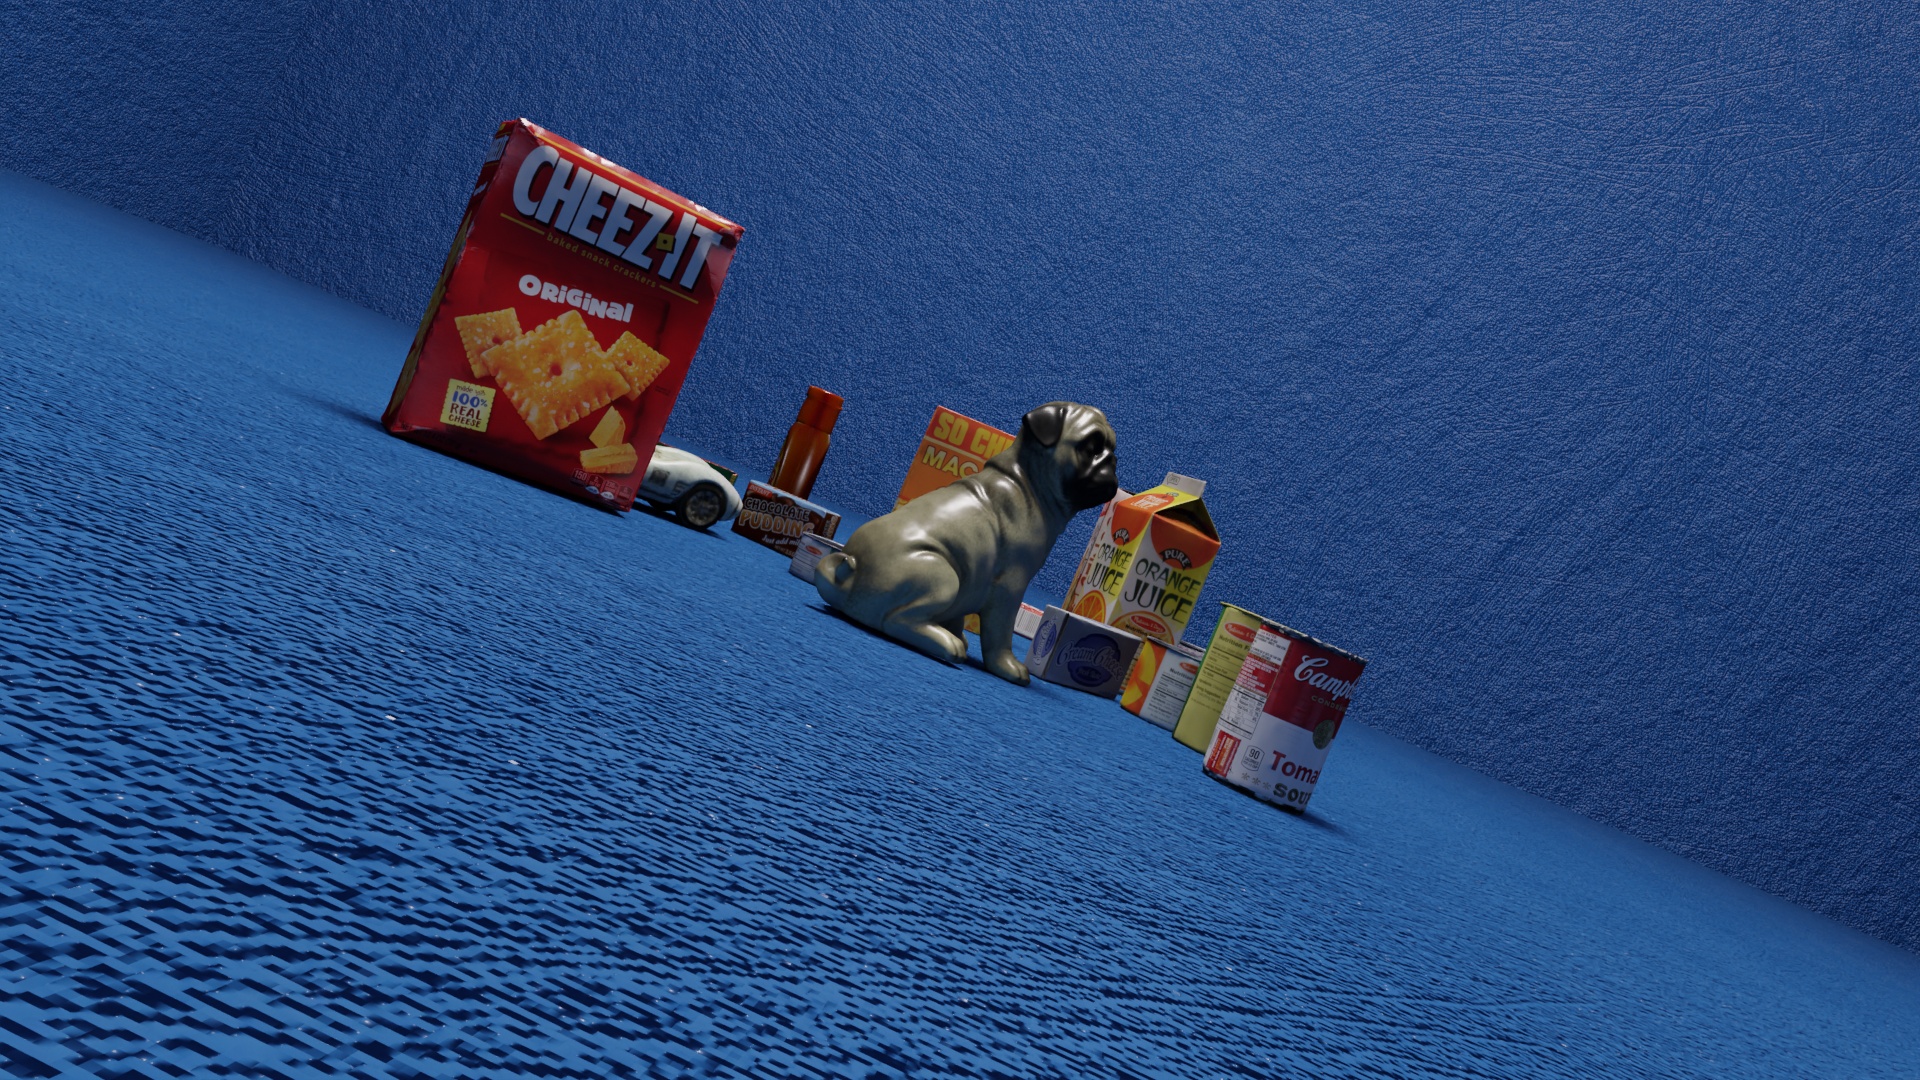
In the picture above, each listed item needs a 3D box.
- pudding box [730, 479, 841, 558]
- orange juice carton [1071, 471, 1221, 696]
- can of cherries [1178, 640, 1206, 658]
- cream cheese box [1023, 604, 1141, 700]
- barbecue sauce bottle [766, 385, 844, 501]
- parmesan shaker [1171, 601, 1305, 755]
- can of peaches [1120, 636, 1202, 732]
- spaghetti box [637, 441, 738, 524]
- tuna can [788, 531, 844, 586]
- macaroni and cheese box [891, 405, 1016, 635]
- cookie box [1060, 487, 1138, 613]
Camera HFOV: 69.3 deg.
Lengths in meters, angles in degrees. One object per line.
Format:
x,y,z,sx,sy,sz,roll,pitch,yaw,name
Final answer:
-0.148,-0.015,1.183,0.084,0.049,0.030,23,1,24,pudding box
0.157,0.034,1.184,0.073,0.192,0.072,22,1,-19,orange juice carton
0.220,0.130,1.293,0.071,0.058,0.071,22,1,0,can of cherries
0.093,0.086,1.050,0.024,0.053,0.104,23,1,42,cream cheese box
-0.156,-0.075,1.342,0.044,0.148,0.065,22,1,-9,barbecue sauce bottle
0.196,0.103,0.979,0.071,0.103,0.071,22,1,0,parmesan shaker
0.161,0.111,1.051,0.071,0.058,0.071,22,1,0,can of peaches
-0.304,-0.078,1.123,0.250,0.050,0.029,22,1,-26,spaghetti box
-0.091,0.021,1.042,0.071,0.033,0.071,22,1,0,tuna can
0.004,-0.015,1.180,0.124,0.166,0.040,22,0,-4,macaroni and cheese box
0.131,0.034,1.314,0.040,0.167,0.123,23,1,3,cookie box
